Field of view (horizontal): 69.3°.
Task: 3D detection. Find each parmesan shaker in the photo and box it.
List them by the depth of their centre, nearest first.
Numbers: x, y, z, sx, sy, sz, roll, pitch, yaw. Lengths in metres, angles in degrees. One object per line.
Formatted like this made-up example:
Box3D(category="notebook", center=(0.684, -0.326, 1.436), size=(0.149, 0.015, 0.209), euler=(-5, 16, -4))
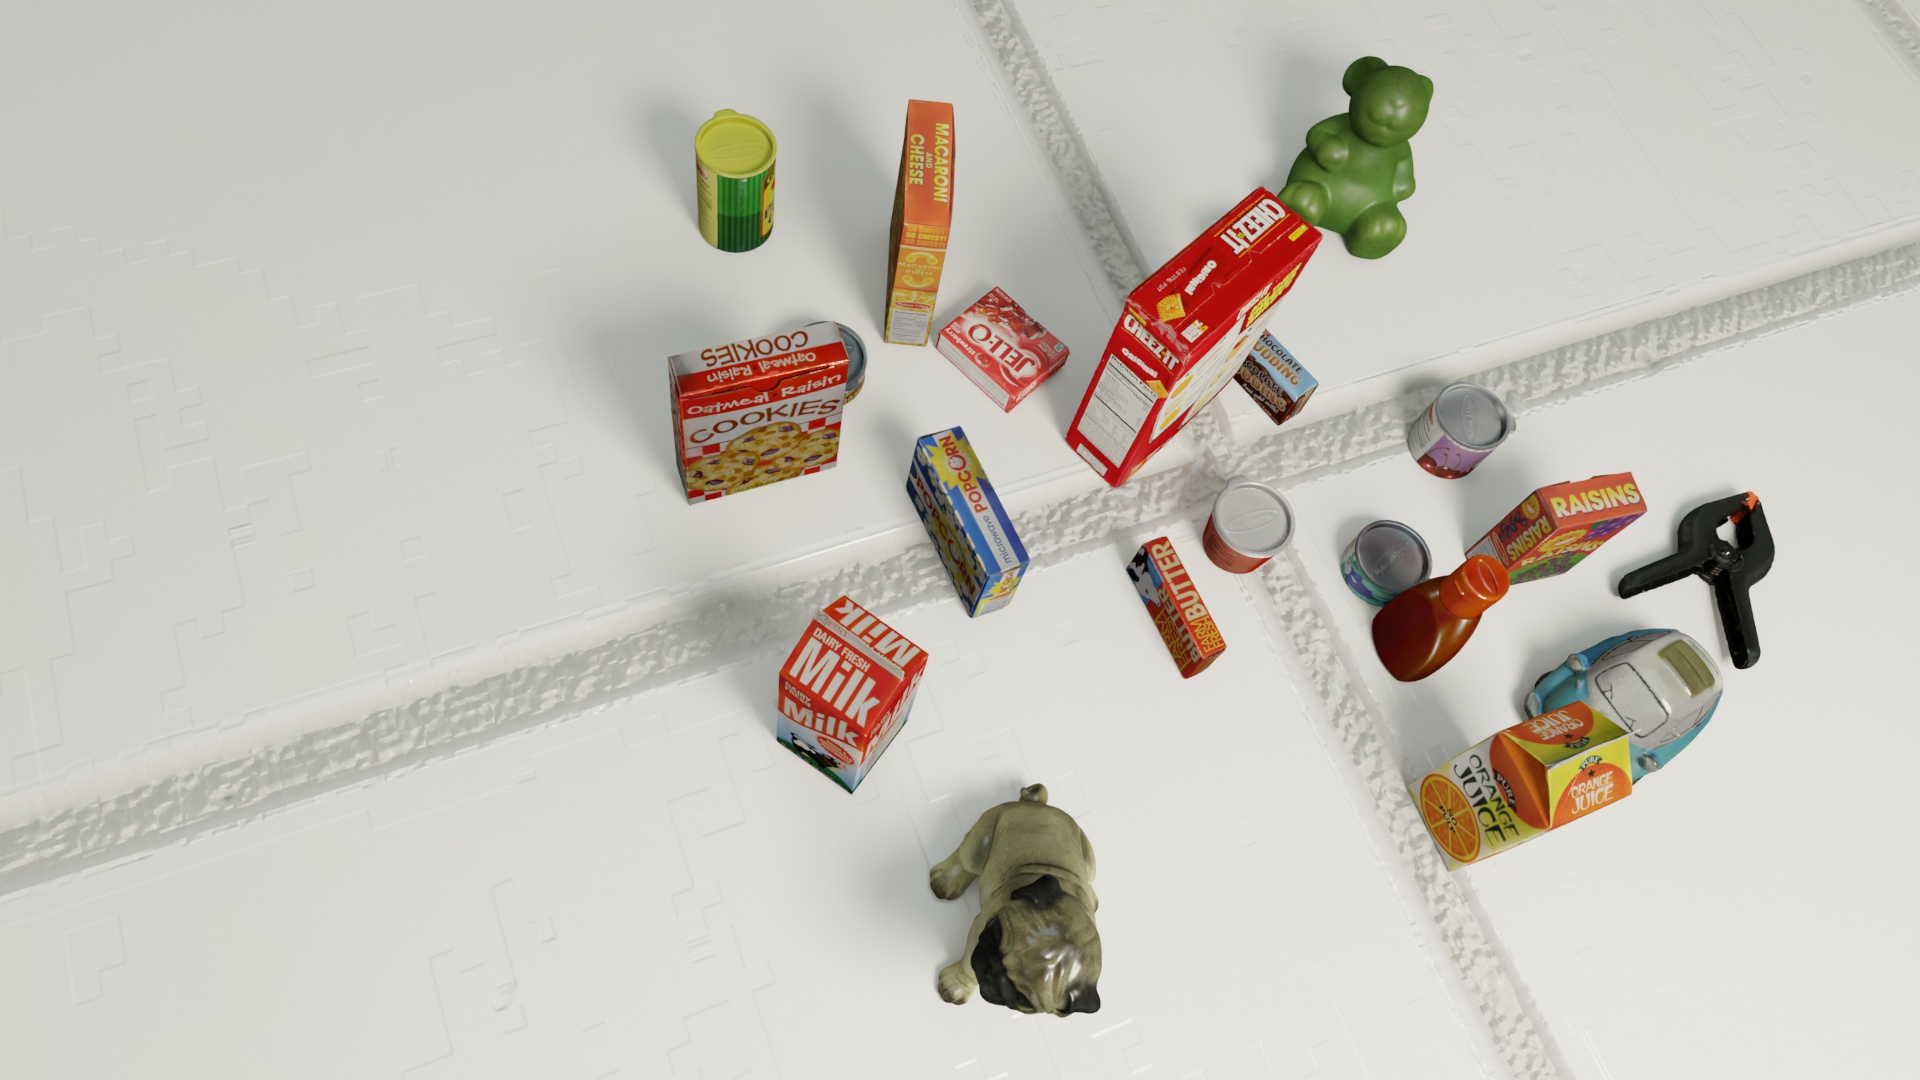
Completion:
Box3D(category="parmesan shaker", center=(-0.189, -0.300, 1.166), size=(0.071, 0.102, 0.071), euler=(4, 65, -7))

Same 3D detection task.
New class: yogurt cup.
Box3D(category="yogurt cup", center=(0.229, -0.008, 1.122), size=(0.072, 0.053, 0.072), euler=(4, 65, -7))

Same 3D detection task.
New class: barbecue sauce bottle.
Box3D(category="barbecue sauce bottle", center=(0.366, 0.057, 1.061), size=(0.044, 0.148, 0.065), euler=(-11, 68, -14))

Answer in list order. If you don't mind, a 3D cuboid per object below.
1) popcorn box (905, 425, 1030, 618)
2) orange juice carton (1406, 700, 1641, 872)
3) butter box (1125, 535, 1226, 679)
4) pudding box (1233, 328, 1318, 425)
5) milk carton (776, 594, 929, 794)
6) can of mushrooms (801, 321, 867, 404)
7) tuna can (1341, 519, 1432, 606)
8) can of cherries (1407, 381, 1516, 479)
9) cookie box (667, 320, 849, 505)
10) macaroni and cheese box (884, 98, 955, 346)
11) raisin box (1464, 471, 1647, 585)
Box3D(category="popcorn box", center=(0.004, -0.013, 1.071), size=(0.038, 0.085, 0.127), euler=(-21, 70, -17))
Box3D(category="orange juice carton", center=(0.402, 0.172, 0.988), size=(0.072, 0.191, 0.073), euler=(-16, 69, -16))
Box3D(category="butter box", center=(0.168, 0.052, 1.084), size=(0.024, 0.053, 0.104), euler=(-20, 70, -17))
Box3D(category="pudding box", center=(0.264, -0.146, 1.195), size=(0.030, 0.049, 0.084), euler=(-34, 74, -21))
Box3D(category="milk carton", center=(-0.075, 0.102, 0.946), size=(0.072, 0.189, 0.074), euler=(35, 65, 8))
Box3D(category="can of mushrooms", center=(-0.109, -0.142, 1.143), size=(0.071, 0.033, 0.071), euler=(4, 65, -7))
Box3D(category="tuna can", center=(0.351, 0.021, 1.139), size=(0.071, 0.032, 0.071), euler=(4, 65, -7))
Box3D(category="can of cherries", center=(0.429, -0.092, 1.191), size=(0.071, 0.058, 0.072), euler=(4, 65, -7))
Box3D(category="cookie box", center=(-0.151, -0.092, 1.038), size=(0.123, 0.166, 0.040), euler=(-16, 69, -15))
Box3D(category="macaroni and cheese box", center=(-0.034, -0.256, 1.134), size=(0.040, 0.165, 0.124), euler=(4, 65, -7))
Box3D(category="raisin box", center=(0.479, -0.007, 1.123), size=(0.086, 0.123, 0.040), euler=(-10, 67, -13))
